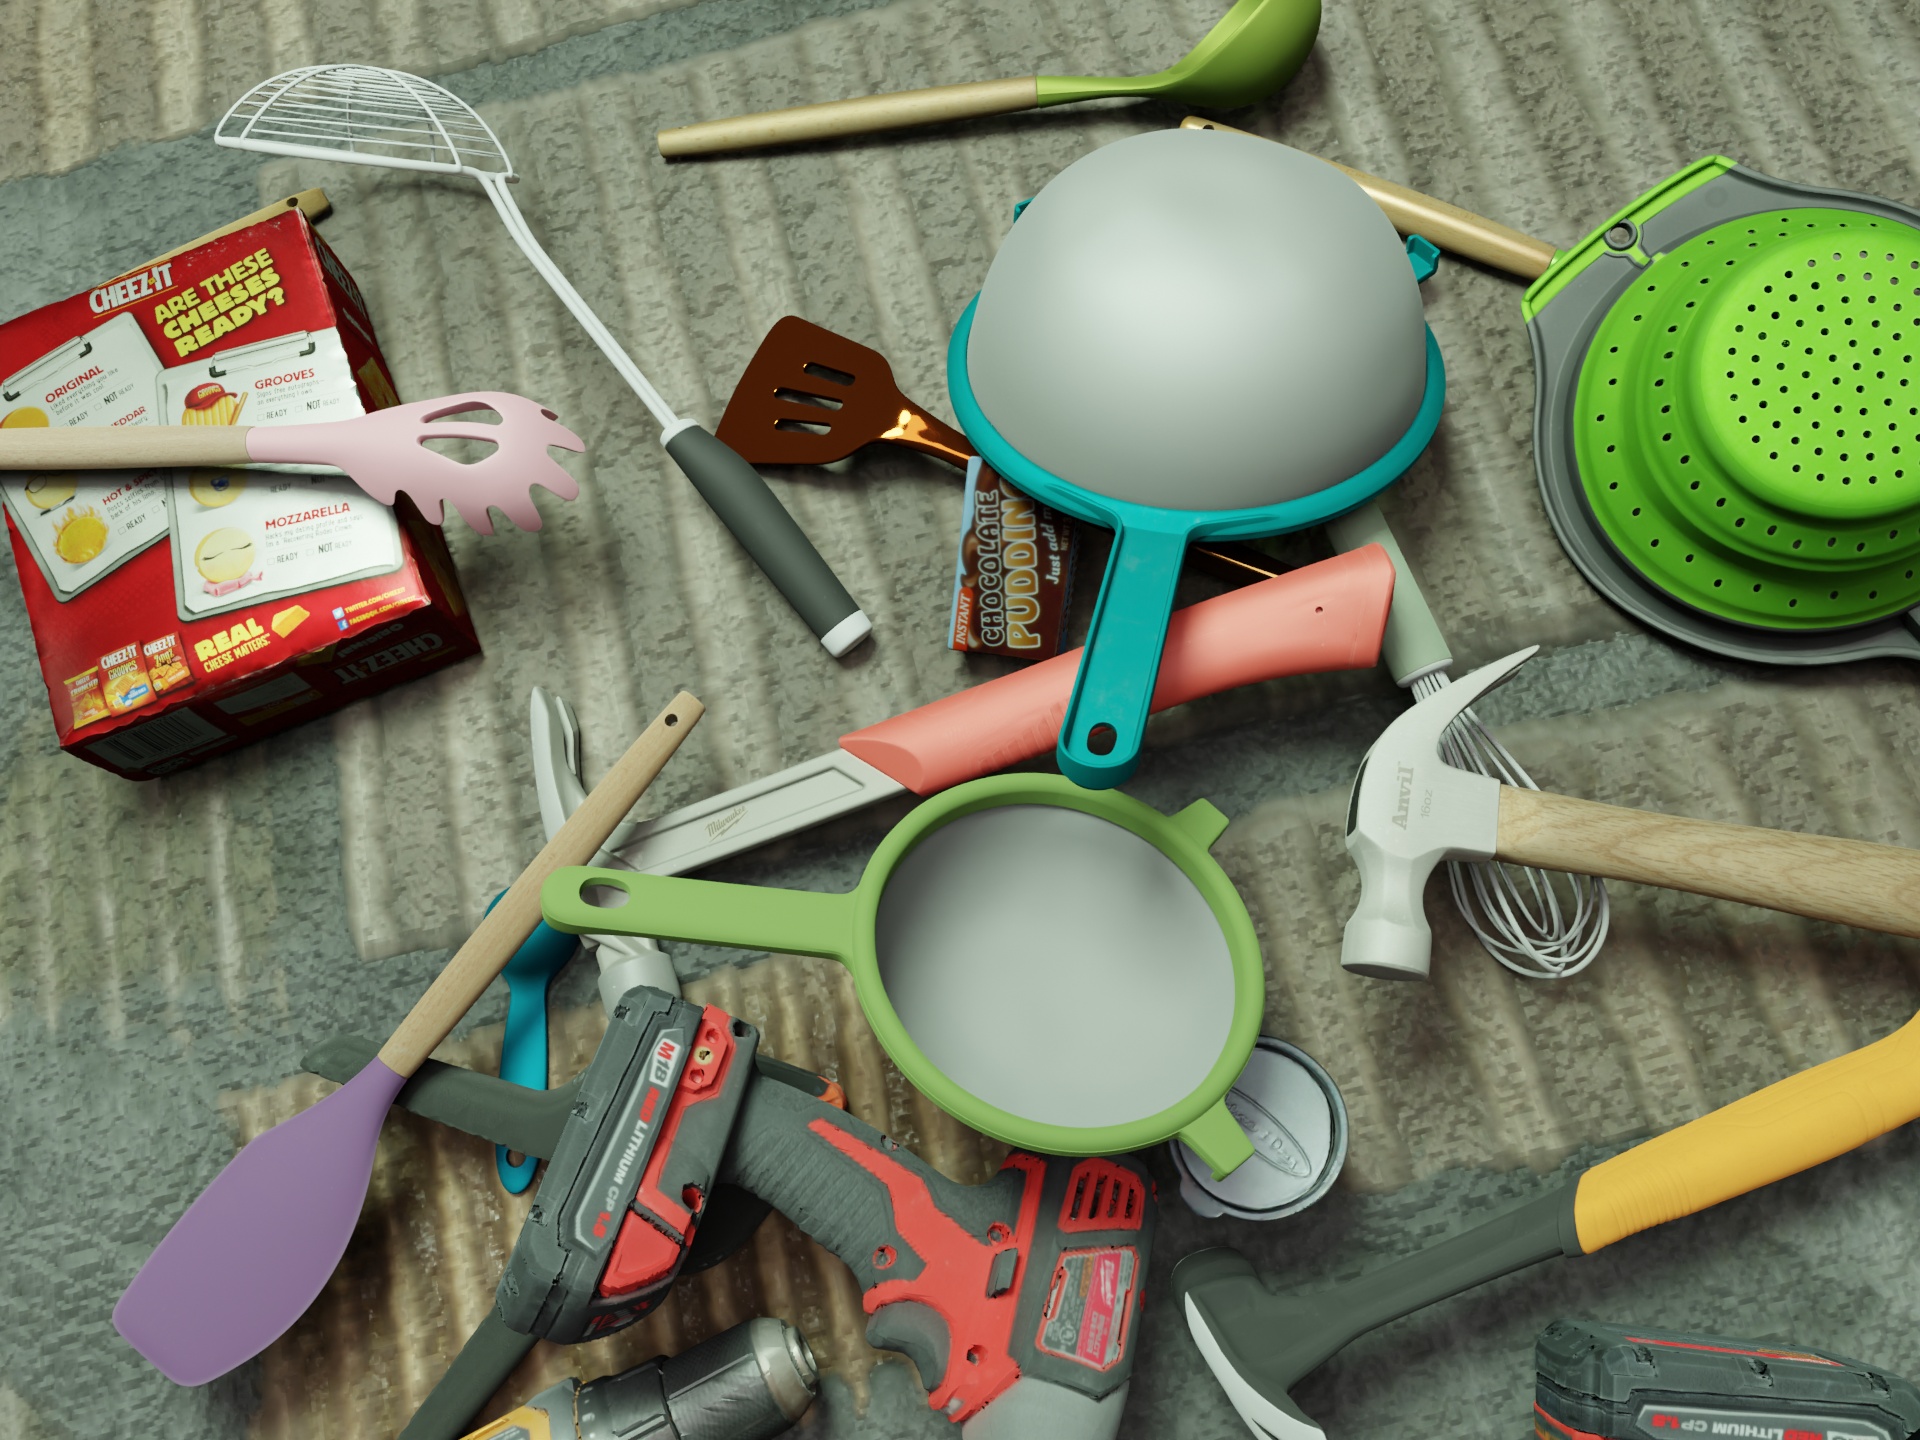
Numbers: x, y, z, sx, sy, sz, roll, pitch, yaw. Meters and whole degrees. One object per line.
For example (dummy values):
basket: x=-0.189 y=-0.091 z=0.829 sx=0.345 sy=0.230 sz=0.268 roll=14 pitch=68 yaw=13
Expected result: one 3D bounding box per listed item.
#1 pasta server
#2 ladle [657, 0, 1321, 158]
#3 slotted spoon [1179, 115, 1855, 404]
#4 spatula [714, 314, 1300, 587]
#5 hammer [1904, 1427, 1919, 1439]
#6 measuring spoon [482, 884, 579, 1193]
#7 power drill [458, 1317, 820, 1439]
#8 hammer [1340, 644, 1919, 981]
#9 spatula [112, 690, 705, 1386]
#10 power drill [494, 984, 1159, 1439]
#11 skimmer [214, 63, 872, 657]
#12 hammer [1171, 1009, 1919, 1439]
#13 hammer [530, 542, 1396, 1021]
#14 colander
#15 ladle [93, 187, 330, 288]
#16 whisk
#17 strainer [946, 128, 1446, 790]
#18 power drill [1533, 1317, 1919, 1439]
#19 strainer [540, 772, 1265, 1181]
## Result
pasta server: x=-0.316 y=-0.111 z=0.665 sx=0.316 sy=0.040 sz=0.060 roll=0 pitch=71 yaw=8
ladle: x=0.009 y=-0.307 z=0.755 sx=0.320 sy=0.078 sz=0.062 roll=-5 pitch=117 yaw=8
slotted spoon: x=0.243 y=-0.217 z=0.721 sx=0.314 sy=0.031 sz=0.070 roll=26 pitch=83 yaw=14
spatula: x=0.042 y=-0.099 z=0.707 sx=0.322 sy=0.041 sz=0.081 roll=23 pitch=78 yaw=7
hammer: x=0.173 y=0.331 z=0.493 sx=0.386 sy=0.038 sz=0.143 roll=-48 pitch=63 yaw=8
measuring spoon: x=-0.182 y=0.129 z=0.657 sx=0.042 sy=0.021 sz=0.129 roll=-2 pitch=74 yaw=4
power drill: x=-0.115 y=0.313 z=0.518 sx=0.185 sy=0.084 sz=0.226 roll=-27 pitch=32 yaw=-5
hammer: x=0.309 y=0.054 z=0.587 sx=0.331 sy=0.031 sz=0.130 roll=9 pitch=73 yaw=1
spatula: x=-0.201 y=0.115 z=0.616 sx=0.060 sy=0.018 sz=0.316 roll=36 pitch=78 yaw=7
power drill: x=-0.040 y=0.193 z=0.558 sx=0.219 sy=0.078 sz=0.143 roll=23 pitch=53 yaw=-7
skimmer: x=-0.182 y=-0.156 z=0.714 sx=0.090 sy=0.127 sz=0.363 roll=-41 pitch=88 yaw=24
hammer: x=0.247 y=0.170 z=0.569 sx=0.337 sy=0.127 sz=0.034 roll=-21 pitch=101 yaw=-7
hammer: x=-0.001 y=-0.002 z=0.648 sx=0.359 sy=0.036 sz=0.149 roll=-21 pitch=74 yaw=8
colander: x=0.384 y=-0.061 z=0.610 sx=0.204 sy=0.094 sz=0.397 roll=-37 pitch=79 yaw=8
ladle: x=-0.453 y=-0.186 z=0.773 sx=0.315 sy=0.031 sz=0.069 roll=-28 pitch=76 yaw=-6
whisk: x=0.192 y=-0.012 z=0.646 sx=0.057 sy=0.059 sz=0.246 roll=-8 pitch=71 yaw=-45
strainer: x=0.083 y=-0.130 z=0.610 sx=0.211 sy=0.095 sz=0.341 roll=10 pitch=51 yaw=10
power drill: x=0.278 y=0.331 z=0.530 sx=0.188 sy=0.080 sz=0.227 roll=5 pitch=77 yaw=7
strainer: x=-0.022 y=0.091 z=0.579 sx=0.256 sy=0.069 sz=0.152 roll=7 pitch=52 yaw=-6
